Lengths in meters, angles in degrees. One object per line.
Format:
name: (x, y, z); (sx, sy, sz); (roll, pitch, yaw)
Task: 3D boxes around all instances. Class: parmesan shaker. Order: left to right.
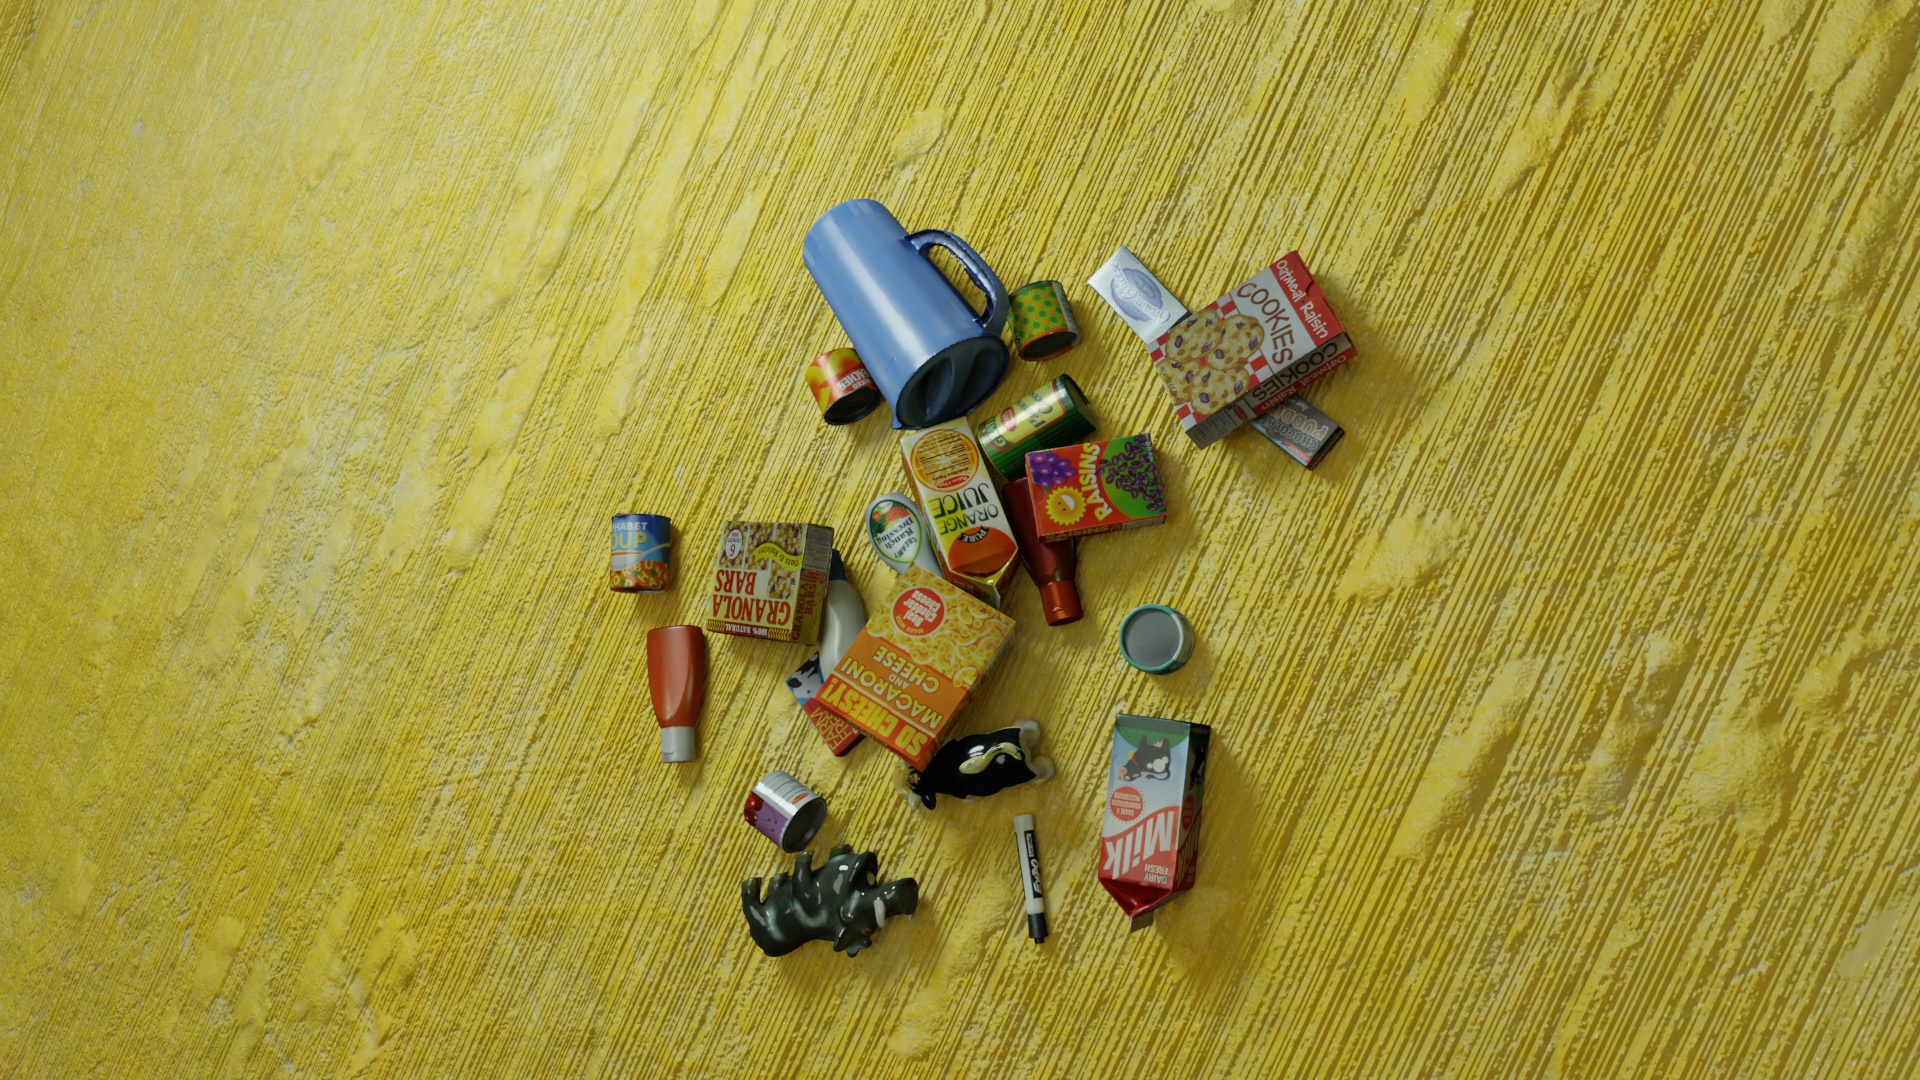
parmesan shaker: (0.077, -0.115, 1.382); (0.103, 0.071, 0.071); (-31, 70, 18)

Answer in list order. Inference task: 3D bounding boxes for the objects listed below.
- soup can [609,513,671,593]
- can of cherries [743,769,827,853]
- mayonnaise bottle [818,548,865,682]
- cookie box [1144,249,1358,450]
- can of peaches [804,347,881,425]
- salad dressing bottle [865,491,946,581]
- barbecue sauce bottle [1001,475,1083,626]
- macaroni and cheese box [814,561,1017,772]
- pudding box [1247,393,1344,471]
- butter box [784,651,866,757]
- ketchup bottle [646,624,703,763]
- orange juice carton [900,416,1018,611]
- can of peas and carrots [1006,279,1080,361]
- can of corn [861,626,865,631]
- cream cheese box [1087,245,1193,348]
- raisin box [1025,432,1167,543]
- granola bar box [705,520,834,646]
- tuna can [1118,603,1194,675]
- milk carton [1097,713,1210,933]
soup can: (-0.363, 0.015, 1.565); (0.071, 0.071, 0.084); (-5, 79, 25)
can of cherries: (-0.182, 0.282, 1.435); (0.058, 0.071, 0.071); (29, 94, 27)
mayonnaise bottle: (-0.127, 0.081, 1.448); (0.041, 0.065, 0.148); (-31, 64, 33)
cookie box: (0.267, -0.178, 1.292); (0.167, 0.040, 0.123); (-32, 47, 18)
can of peaches: (-0.125, -0.166, 1.485); (0.071, 0.071, 0.058); (-34, 68, 17)
salad dressing bottle: (-0.045, 0.020, 1.427); (0.064, 0.044, 0.148); (-34, 69, 8)
barbecue sauce bottle: (0.086, 0.009, 1.367); (0.065, 0.043, 0.149); (-18, 74, 18)
macaroni and cheese box: (-0.041, 0.121, 1.338); (0.124, 0.040, 0.167); (30, 70, 18)
pudding box: (0.307, -0.109, 1.289); (0.084, 0.030, 0.049); (43, 101, 25)
butter box: (-0.135, 0.171, 1.455); (0.053, 0.024, 0.104); (-44, 66, 13)
ketchup bottle: (-0.313, 0.169, 1.529); (0.064, 0.043, 0.149); (-10, 77, 25)
orange juice carton: (0.005, -0.017, 1.381); (0.073, 0.071, 0.193); (-19, 71, -7)
can of peas and carrots: (0.079, -0.219, 1.398); (0.071, 0.071, 0.059); (-25, 72, 20)
can of corn: (-0.061, 0.114, 1.410); (0.071, 0.058, 0.071); (-5, 79, 25)
cream cheese box: (0.178, -0.239, 1.378); (0.053, 0.024, 0.104); (-45, 65, 14)
raisin box: (0.129, -0.049, 1.335); (0.123, 0.040, 0.086); (-9, 76, 1)
granola bar box: (-0.202, 0.043, 1.468); (0.165, 0.039, 0.124); (2, 81, 50)
tuna can: (0.182, 0.093, 1.312); (0.071, 0.033, 0.071); (-4, 79, 24)
milk carton: (0.175, 0.257, 1.264); (0.073, 0.072, 0.190); (4, 83, 26)
